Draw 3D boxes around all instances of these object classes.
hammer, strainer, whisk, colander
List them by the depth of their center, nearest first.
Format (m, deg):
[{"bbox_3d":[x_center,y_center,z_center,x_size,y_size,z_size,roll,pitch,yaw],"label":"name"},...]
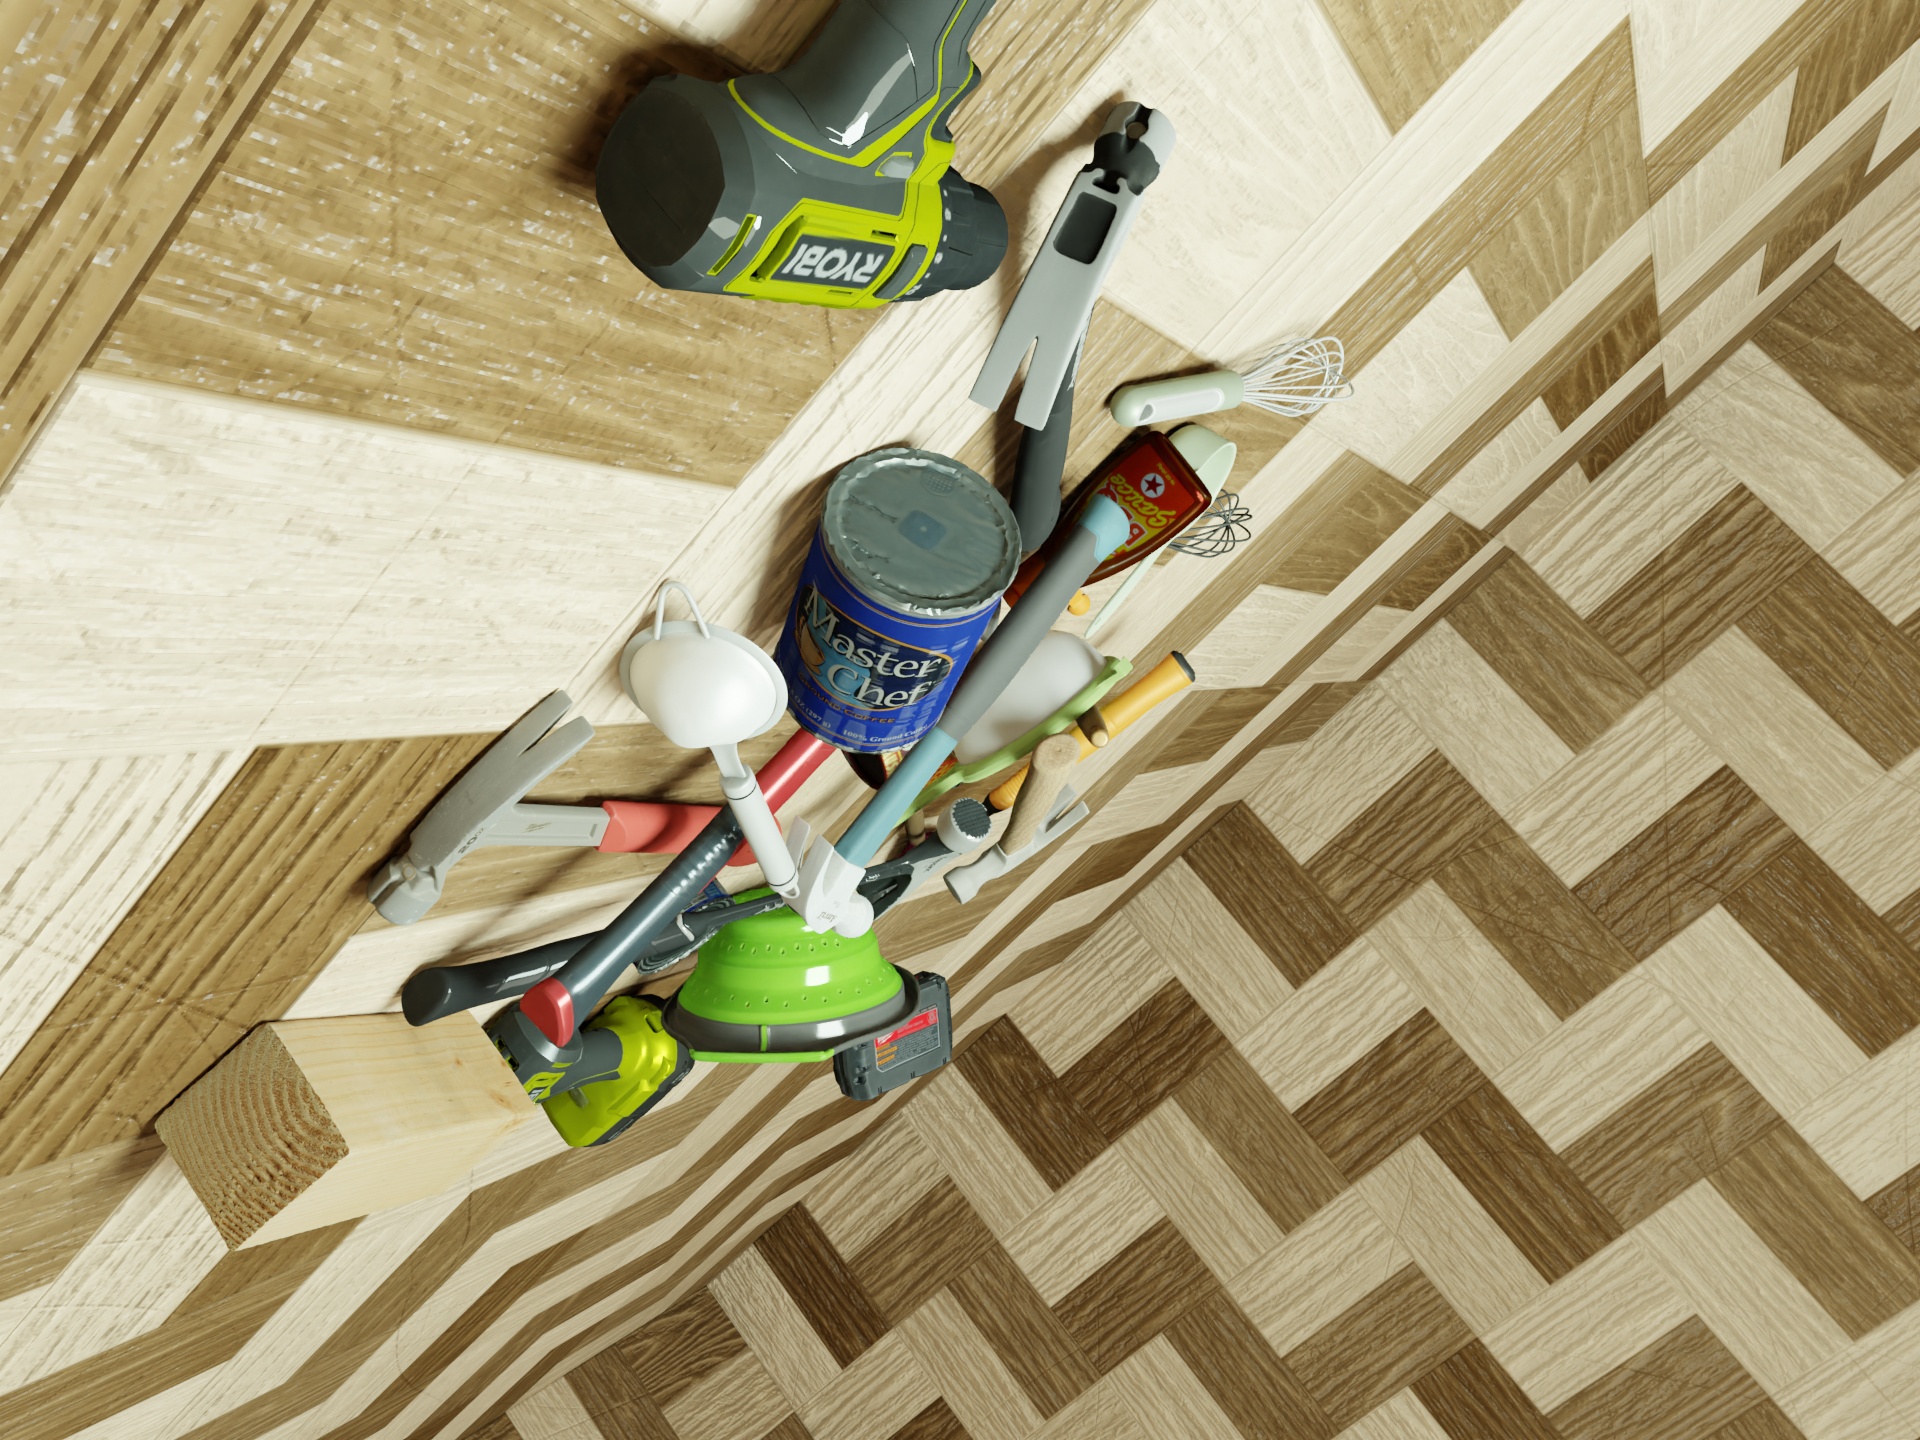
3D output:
[{"bbox_3d":[0.045,-0.159,0.823,0.334,0.035,0.146,98,18,-75],"label":"hammer"},{"bbox_3d":[-0.121,0.029,0.853,0.087,0.050,0.258,0,143,11],"label":"strainer"},{"bbox_3d":[-0.188,0.058,0.950,0.149,0.037,0.359,-43,164,10],"label":"hammer"},{"bbox_3d":[-0.113,0.045,0.973,0.386,0.038,0.143,-47,166,-11],"label":"hammer"},{"bbox_3d":[-0.002,-0.003,1.012,0.331,0.033,0.128,-53,155,1],"label":"hammer"},{"bbox_3d":[0.180,-0.216,1.034,0.246,0.059,0.057,-19,143,-42],"label":"whisk"},{"bbox_3d":[-0.171,0.135,1.072,0.409,0.036,0.149,-12,159,-37],"label":"hammer"},{"bbox_3d":[0.144,-0.136,1.177,0.239,0.055,0.055,-18,154,-47],"label":"whisk"},{"bbox_3d":[-0.001,0.007,1.181,0.256,0.069,0.151,-35,-172,-6],"label":"strainer"},{"bbox_3d":[0.057,0.068,1.241,0.130,0.031,0.331,-33,168,-13],"label":"hammer"},{"bbox_3d":[-0.125,0.173,1.329,0.204,0.094,0.397,-1,-172,7],"label":"colander"},{"bbox_3d":[0.053,0.050,1.334,0.337,0.034,0.127,-36,171,7],"label":"hammer"}]

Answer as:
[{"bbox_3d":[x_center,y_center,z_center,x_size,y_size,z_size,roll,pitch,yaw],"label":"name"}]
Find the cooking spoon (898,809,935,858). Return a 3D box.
[{"bbox_3d":[-0.040,0.100,1.418,0.069,0.017,0.318,-37,171,-8],"label":"cooking spoon"}]

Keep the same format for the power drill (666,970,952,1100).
[{"bbox_3d":[-0.138,0.256,1.374,0.188,0.080,0.227,-14,-165,-43],"label":"power drill"}]

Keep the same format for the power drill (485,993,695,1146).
[{"bbox_3d":[-0.316,0.278,1.208,0.171,0.080,0.223,-43,161,11],"label":"power drill"}]

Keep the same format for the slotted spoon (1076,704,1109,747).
[{"bbox_3d":[0.093,-0.009,1.226,0.070,0.031,0.314,-34,-173,4],"label":"slotted spoon"}]

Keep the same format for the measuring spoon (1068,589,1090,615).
[{"bbox_3d":[0.085,-0.097,1.209,0.021,0.011,0.117,-41,165,4],"label":"measuring spoon"}]

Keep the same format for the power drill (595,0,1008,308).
[{"bbox_3d":[0.006,-0.229,0.522,0.228,0.080,0.190,-46,164,30],"label":"power drill"}]

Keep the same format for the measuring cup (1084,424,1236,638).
[{"bbox_3d":[0.127,-0.133,1.106,0.167,0.038,0.083,-53,163,7],"label":"measuring cup"}]
